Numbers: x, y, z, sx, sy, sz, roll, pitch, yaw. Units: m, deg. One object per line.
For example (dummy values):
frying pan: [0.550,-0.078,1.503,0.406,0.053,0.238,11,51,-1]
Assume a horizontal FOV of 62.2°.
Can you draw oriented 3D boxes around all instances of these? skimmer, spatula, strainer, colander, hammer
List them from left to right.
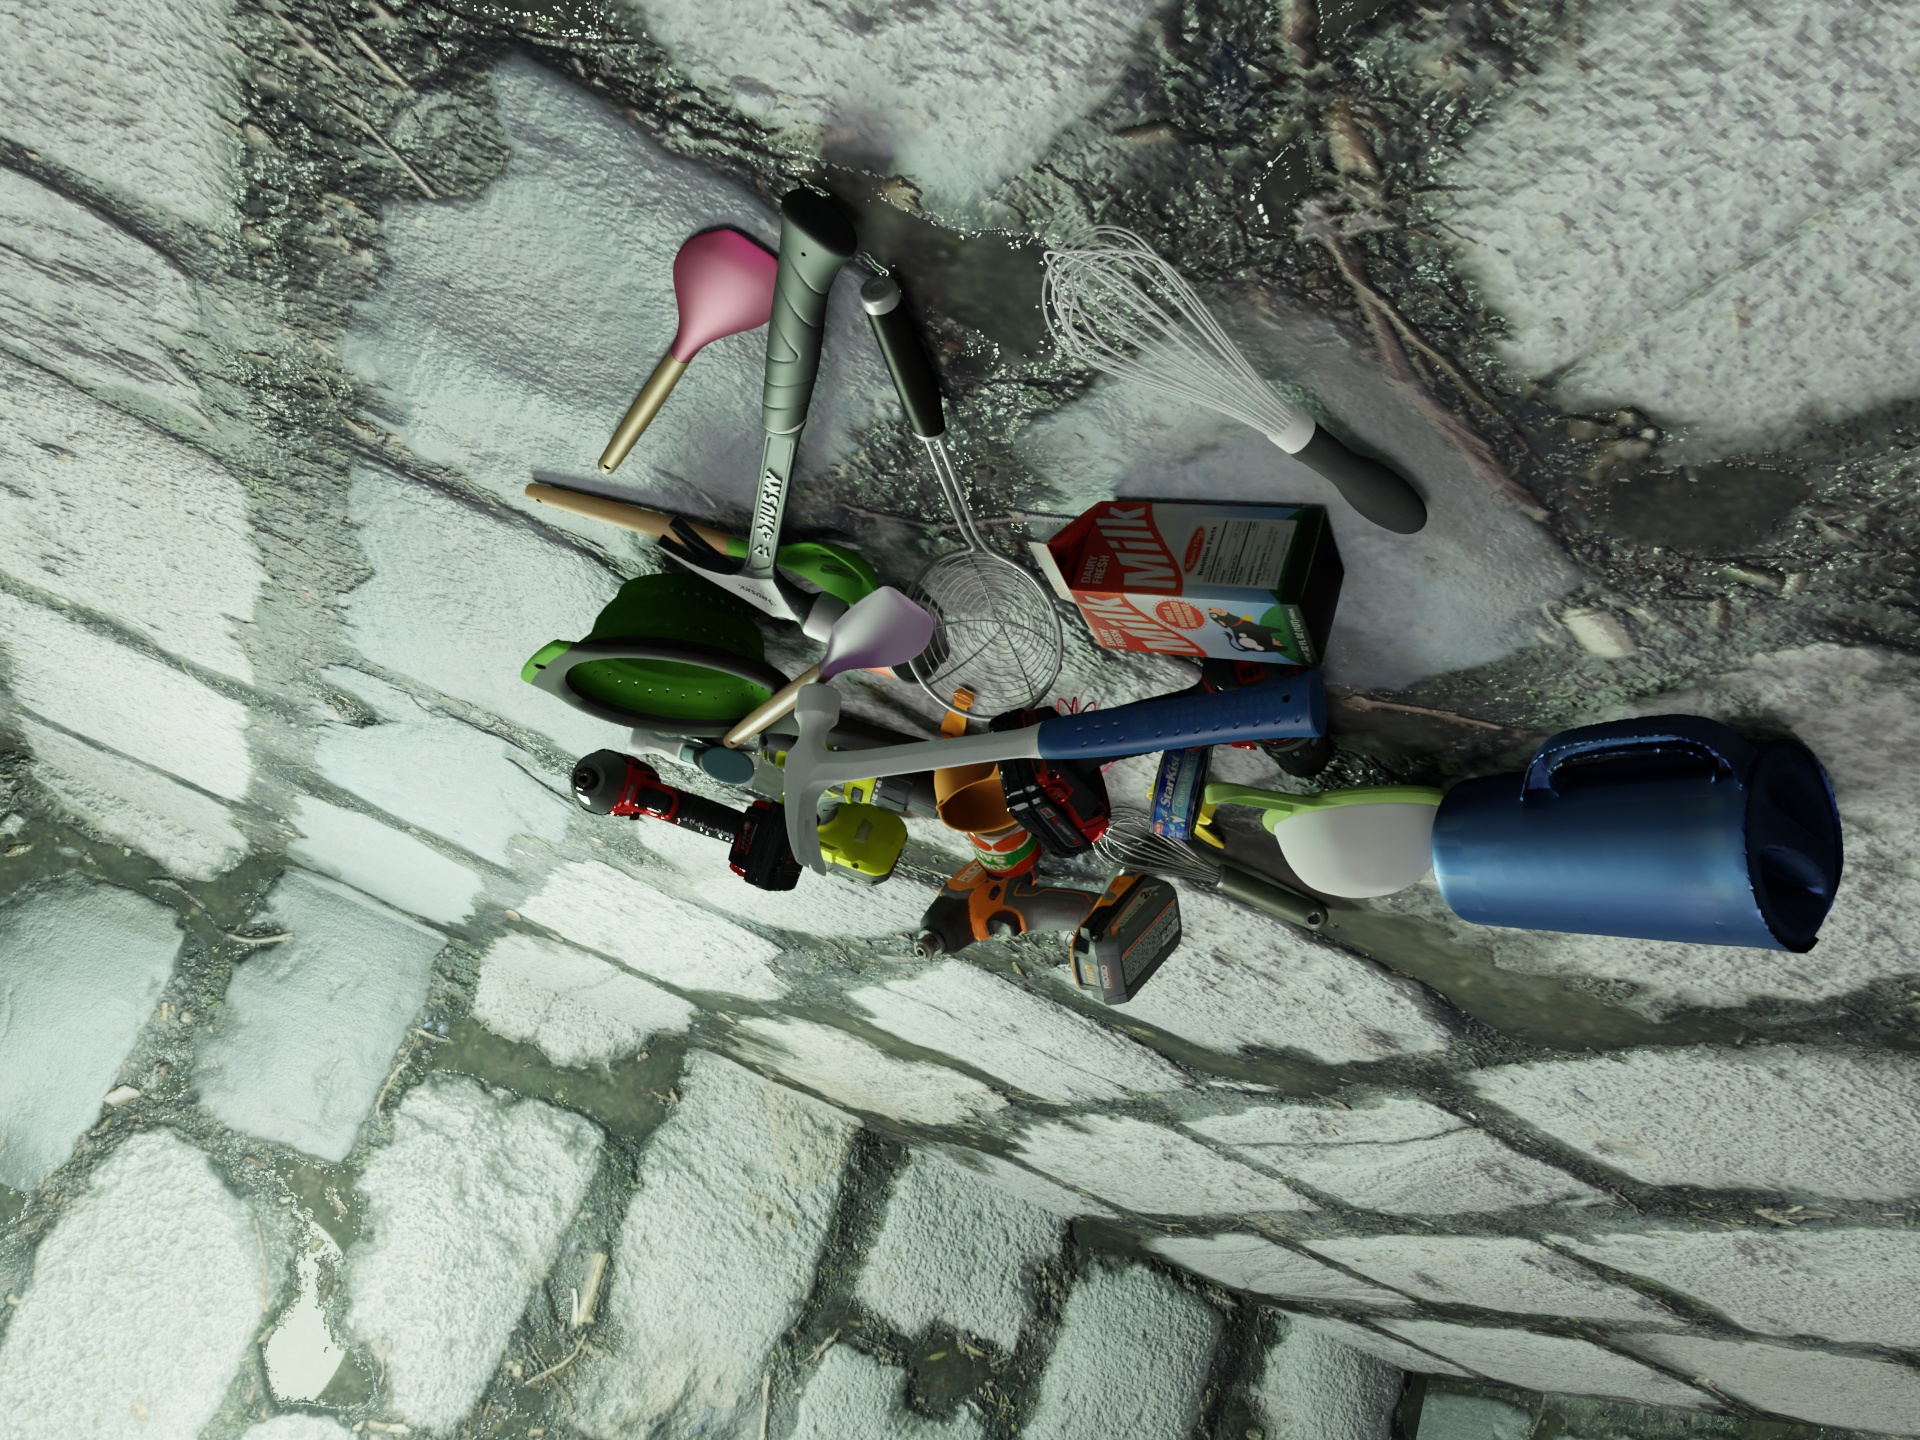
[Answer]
hammer: [-0.238,0.036,1.492,0.128,0.033,0.331,17,176,-15]
colander: [-0.164,-0.042,1.354,0.396,0.095,0.204,15,158,-28]
hammer: [-0.120,-0.186,1.031,0.149,0.036,0.408,25,151,1]
spatula: [-0.111,-0.030,1.212,0.059,0.018,0.316,36,146,-17]
skimmer: [-0.014,-0.128,1.037,0.127,0.090,0.362,12,154,22]
hammer: [0.047,0.020,1.078,0.405,0.144,0.035,-8,154,30]
strainer: [0.270,0.090,1.175,0.256,0.069,0.151,11,160,-41]

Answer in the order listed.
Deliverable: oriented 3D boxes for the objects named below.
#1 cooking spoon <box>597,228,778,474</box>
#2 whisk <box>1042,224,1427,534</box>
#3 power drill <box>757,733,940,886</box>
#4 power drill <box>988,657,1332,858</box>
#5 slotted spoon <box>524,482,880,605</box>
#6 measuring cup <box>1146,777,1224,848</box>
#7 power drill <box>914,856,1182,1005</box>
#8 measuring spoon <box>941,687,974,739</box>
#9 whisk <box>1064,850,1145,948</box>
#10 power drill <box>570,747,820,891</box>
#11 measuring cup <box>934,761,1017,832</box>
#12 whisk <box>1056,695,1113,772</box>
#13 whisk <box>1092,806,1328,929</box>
cooking spoon: [-0.192,-0.232,1.054,0.068,0.017,0.319,30,153,-17]
whisk: [0.156,-0.175,0.861,0.284,0.070,0.070,29,155,-27]
power drill: [-0.099,0.077,1.535,0.190,0.080,0.228,22,153,4]
power drill: [0.155,0.021,1.150,0.226,0.080,0.187,-22,148,16]
slotted spoon: [-0.201,-0.143,1.231,0.314,0.031,0.070,16,155,15]
measuring cup: [0.207,0.078,1.370,0.062,0.029,0.156,21,171,29]
power drill: [0.074,0.192,1.494,0.227,0.164,0.084,11,125,37]
measuring spoon: [-0.002,-0.004,1.379,0.021,0.011,0.116,25,159,2]
whisk: [0.150,0.184,1.599,0.055,0.055,0.238,21,151,1]
power drill: [-0.251,0.084,1.462,0.220,0.078,0.143,19,177,8]
measuring cup: [0.030,0.029,1.365,0.095,0.052,0.173,0,142,-17]
whisk: [0.095,0.050,1.359,0.073,0.073,0.295,17,162,9]
whisk: [0.228,0.139,1.453,0.246,0.058,0.059,23,-170,-11]
